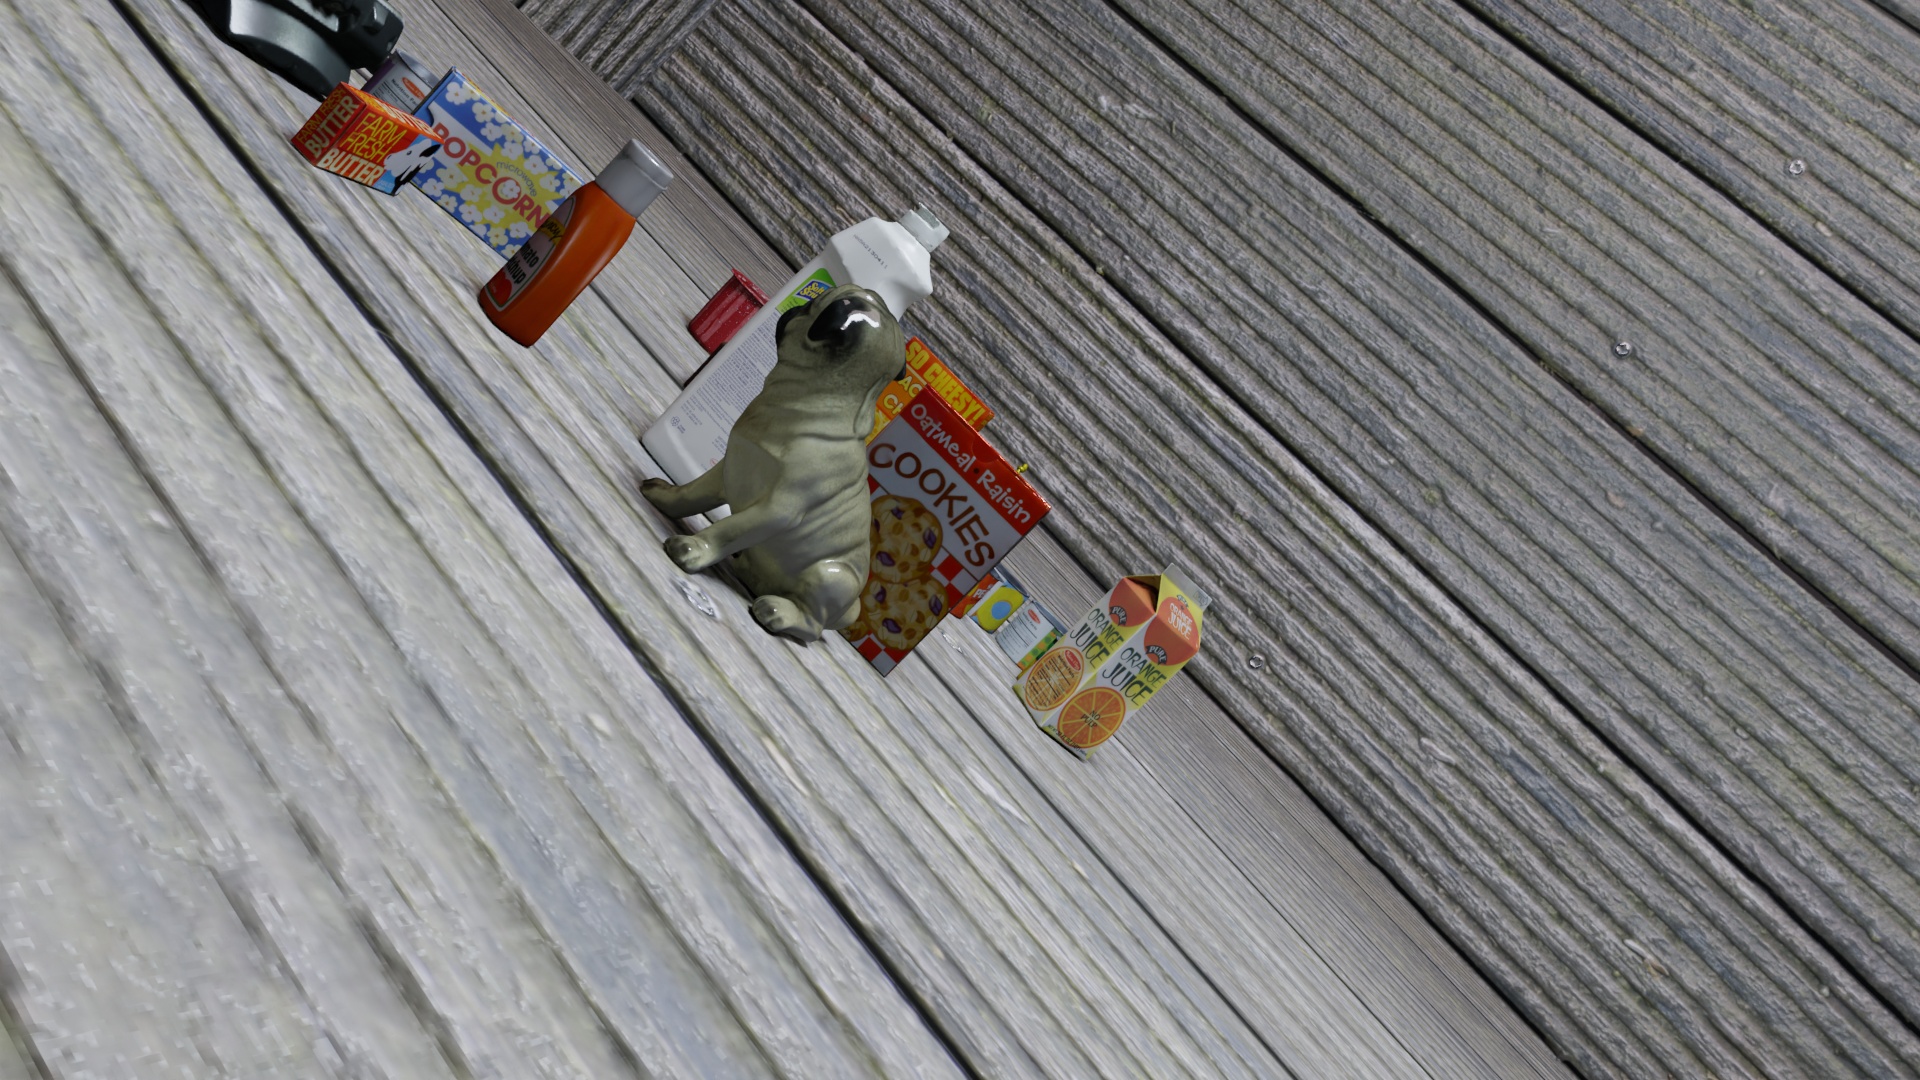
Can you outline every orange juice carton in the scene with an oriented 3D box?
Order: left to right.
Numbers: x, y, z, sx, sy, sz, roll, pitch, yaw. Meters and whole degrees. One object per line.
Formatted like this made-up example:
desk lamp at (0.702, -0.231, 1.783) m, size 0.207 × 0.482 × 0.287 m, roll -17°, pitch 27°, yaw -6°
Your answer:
orange juice carton at (0.148, 0.106, 1.296) m, size 0.071 × 0.192 × 0.073 m, roll 41°, pitch 7°, yaw -34°

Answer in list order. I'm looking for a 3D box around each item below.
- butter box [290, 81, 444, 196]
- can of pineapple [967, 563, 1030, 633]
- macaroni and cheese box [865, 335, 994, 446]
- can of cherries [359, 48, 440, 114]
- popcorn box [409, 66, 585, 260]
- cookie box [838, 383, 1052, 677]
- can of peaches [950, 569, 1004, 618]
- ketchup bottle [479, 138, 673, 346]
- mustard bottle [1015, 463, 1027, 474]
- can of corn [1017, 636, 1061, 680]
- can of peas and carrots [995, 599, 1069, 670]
butter box at (-0.385, -0.260, 0.907) m, size 0.024 × 0.053 × 0.103 m, roll 45°, pitch 6°, yaw 3°
can of pineapple at (0.032, 0.057, 1.475) m, size 0.071 × 0.058 × 0.071 m, roll 44°, pitch 6°, yaw -6°
macaroni and cheese box at (-0.064, -0.123, 1.529) m, size 0.124 × 0.166 × 0.040 m, roll 45°, pitch 6°, yaw 6°
can of cherries at (-0.432, -0.340, 1.088) m, size 0.071 × 0.058 × 0.071 m, roll 44°, pitch 6°, yaw -6°
popcorn box at (-0.361, -0.283, 1.056) m, size 0.126 × 0.085 × 0.038 m, roll 40°, pitch 7°, yaw -34°
cookie box at (-0.036, -0.007, 0.974) m, size 0.123 × 0.167 × 0.040 m, roll 45°, pitch 6°, yaw 1°
can of peaches at (-0.001, 0.038, 1.395) m, size 0.071 × 0.058 × 0.071 m, roll 44°, pitch 6°, yaw -6°
ketchup bottle at (-0.252, -0.199, 0.918) m, size 0.043 × 0.148 × 0.065 m, roll 40°, pitch 8°, yaw -42°
mustard bottle at (0.005, -0.016, 1.316) m, size 0.065 × 0.160 × 0.049 m, roll 42°, pitch 7°, yaw -26°
can of corn at (0.099, 0.138, 1.380) m, size 0.071 × 0.058 × 0.071 m, roll 44°, pitch 6°, yaw -6°
can of peas and carrots at (0.081, 0.106, 1.469) m, size 0.071 × 0.058 × 0.071 m, roll 44°, pitch 6°, yaw -6°
